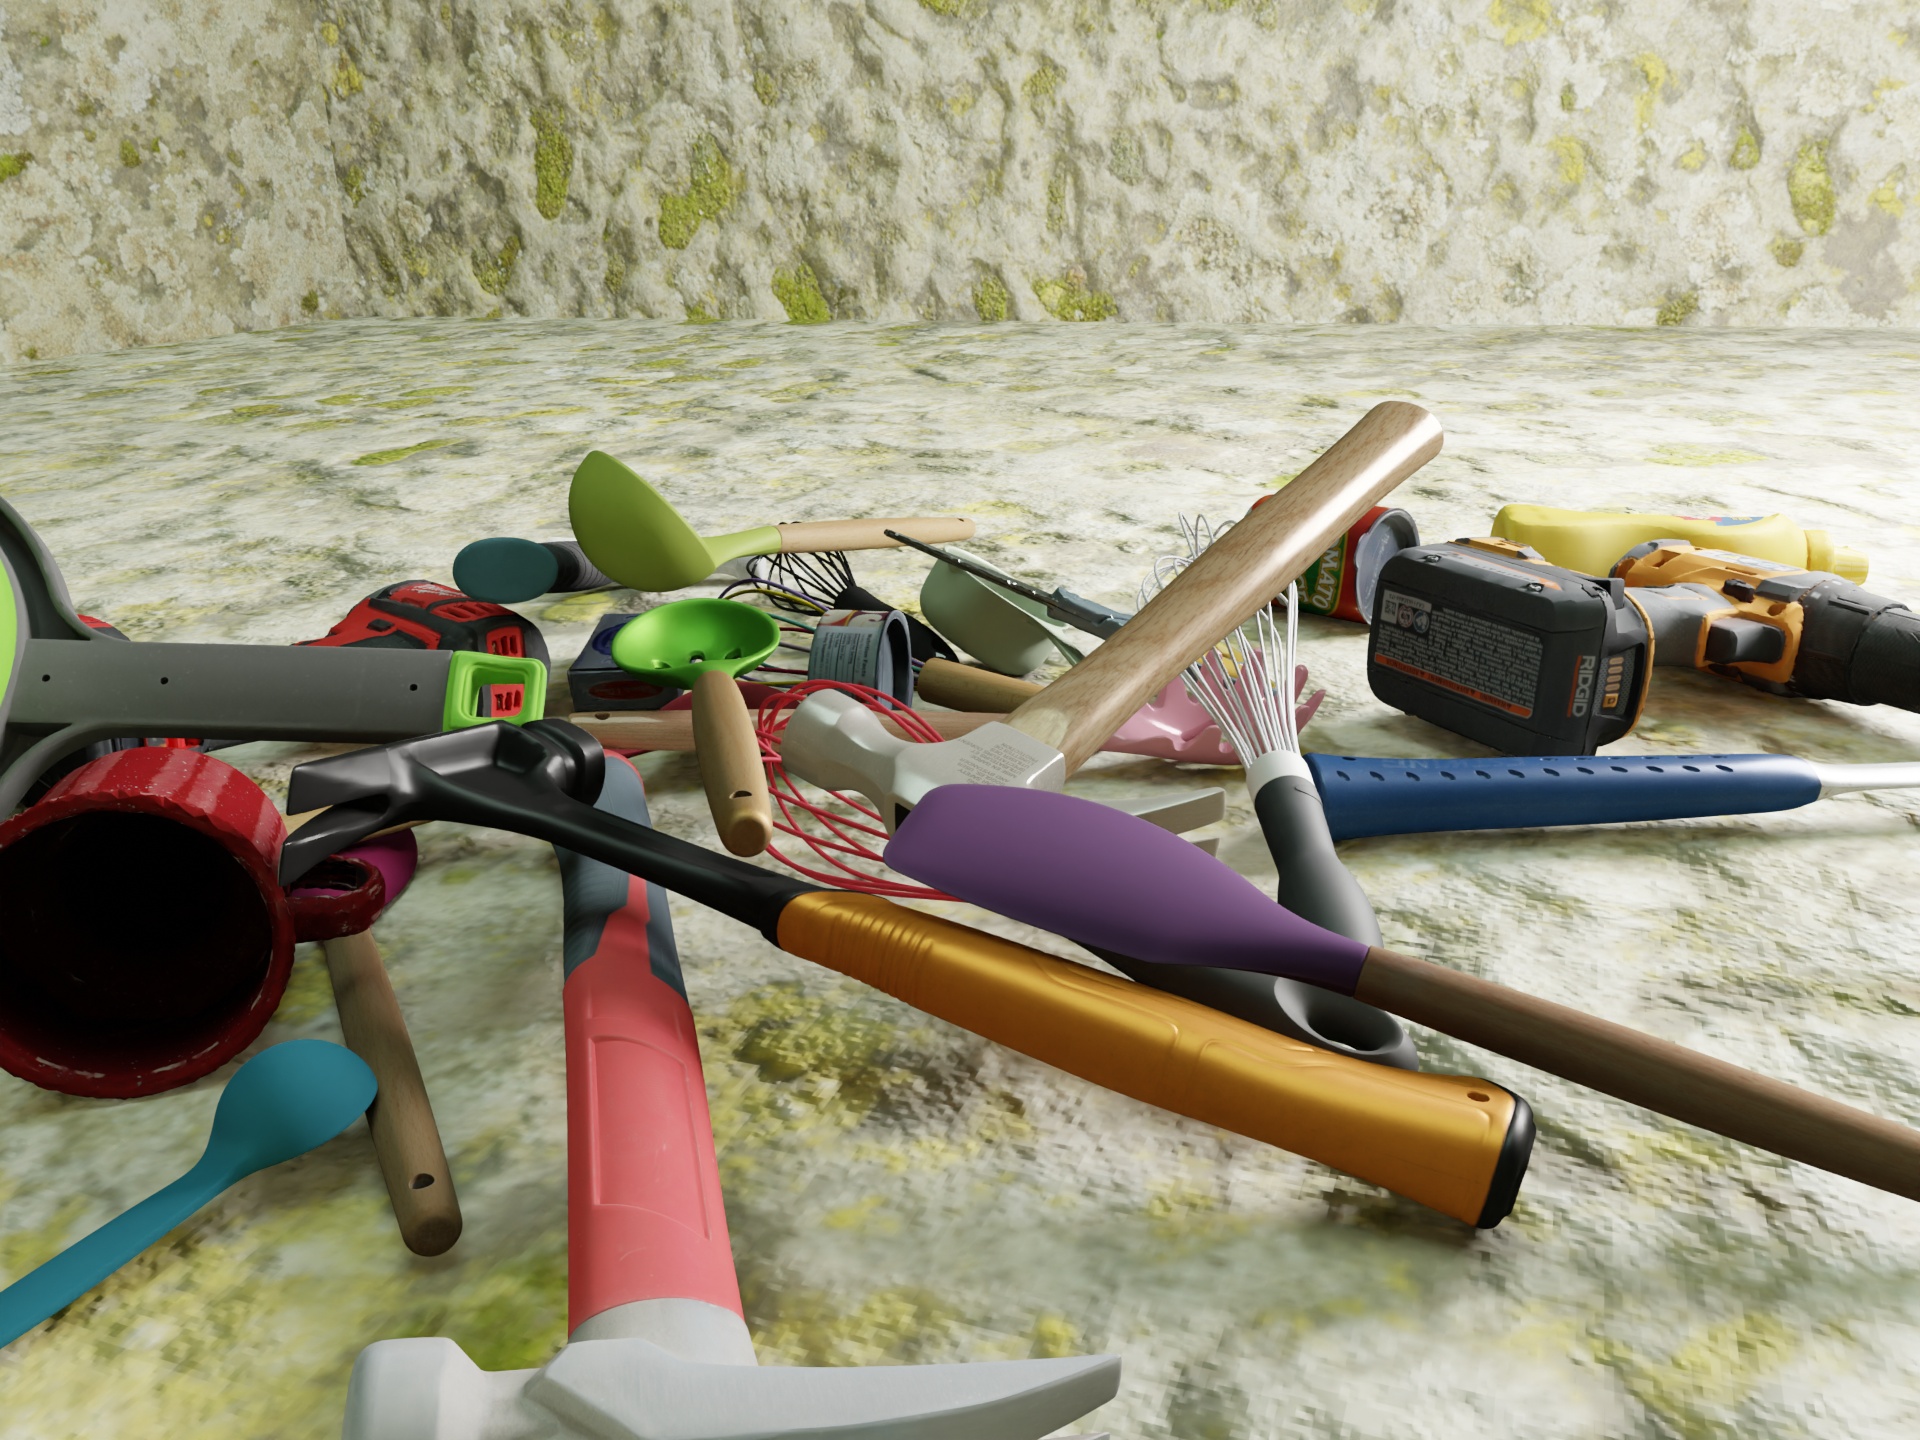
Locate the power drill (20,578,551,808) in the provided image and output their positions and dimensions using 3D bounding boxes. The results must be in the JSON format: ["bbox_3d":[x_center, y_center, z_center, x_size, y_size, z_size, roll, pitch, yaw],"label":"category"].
[{"bbox_3d":[-0.319,-0.021,0.735,0.143,0.078,0.219,18,24,41],"label":"power drill"}]

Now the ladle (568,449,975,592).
[{"bbox_3d":[-0.079,-0.108,0.846,0.078,0.062,0.320,35,25,25],"label":"ladle"}]

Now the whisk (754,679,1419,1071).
[{"bbox_3d":[0.020,0.051,0.530,0.073,0.073,0.296,-19,32,-41],"label":"whisk"}]

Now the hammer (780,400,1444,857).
[{"bbox_3d":[0.094,-0.044,0.581,0.130,0.031,0.331,27,46,28],"label":"hammer"}]

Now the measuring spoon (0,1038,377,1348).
[{"bbox_3d":[-0.202,0.115,0.389,0.042,0.021,0.128,1,25,37],"label":"measuring spoon"}]

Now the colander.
[{"bbox_3d":[-0.355,-0.027,0.565,0.397,0.205,0.094,1,-24,-5],"label":"colander"}]

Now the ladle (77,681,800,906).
[{"bbox_3d":[-0.182,0.024,0.633,0.069,0.031,0.315,16,23,42],"label":"ladle"}]

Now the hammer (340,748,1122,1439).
[{"bbox_3d":[-0.080,0.083,0.459,0.143,0.038,0.387,3,16,-15],"label":"hammer"}]

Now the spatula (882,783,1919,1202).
[{"bbox_3d":[0.130,0.073,0.414,0.316,0.018,0.060,18,37,17],"label":"spatula"}]

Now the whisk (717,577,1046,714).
[{"bbox_3d":[-0.034,-0.021,0.772,0.245,0.051,0.047,16,46,31],"label":"whisk"}]

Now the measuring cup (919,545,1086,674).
[{"bbox_3d":[0.036,-0.029,0.786,0.083,0.038,0.168,20,21,-43],"label":"measuring cup"}]

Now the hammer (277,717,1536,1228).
[{"bbox_3d":[-0.018,0.064,0.433,0.337,0.034,0.127,17,13,19],"label":"hammer"}]

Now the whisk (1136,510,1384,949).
[{"bbox_3d":[0.111,0.004,0.587,0.070,0.070,0.285,-2,35,-1],"label":"whisk"}]

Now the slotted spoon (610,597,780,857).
[{"bbox_3d":[-0.086,-0.004,0.550,0.070,0.031,0.314,-8,14,-10],"label":"slotted spoon"}]

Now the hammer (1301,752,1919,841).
[{"bbox_3d":[0.336,0.023,0.608,0.405,0.035,0.144,-2,19,-2],"label":"hammer"}]

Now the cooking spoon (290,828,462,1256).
[{"bbox_3d":[-0.197,0.080,0.518,0.068,0.017,0.319,-12,22,-24],"label":"cooking spoon"}]

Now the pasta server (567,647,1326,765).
[{"bbox_3d":[-0.001,-0.002,0.663,0.316,0.040,0.060,0,30,-14],"label":"pasta server"}]

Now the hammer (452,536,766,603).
[{"bbox_3d":[-0.197,-0.086,0.872,0.128,0.033,0.331,-1,6,3],"label":"hammer"}]

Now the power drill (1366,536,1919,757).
[{"bbox_3d":[0.323,-0.033,0.713,0.226,0.084,0.185,-6,20,-27],"label":"power drill"}]

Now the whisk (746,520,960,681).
[{"bbox_3d":[-0.062,-0.065,0.880,0.055,0.055,0.239,-11,26,-26],"label":"whisk"}]
